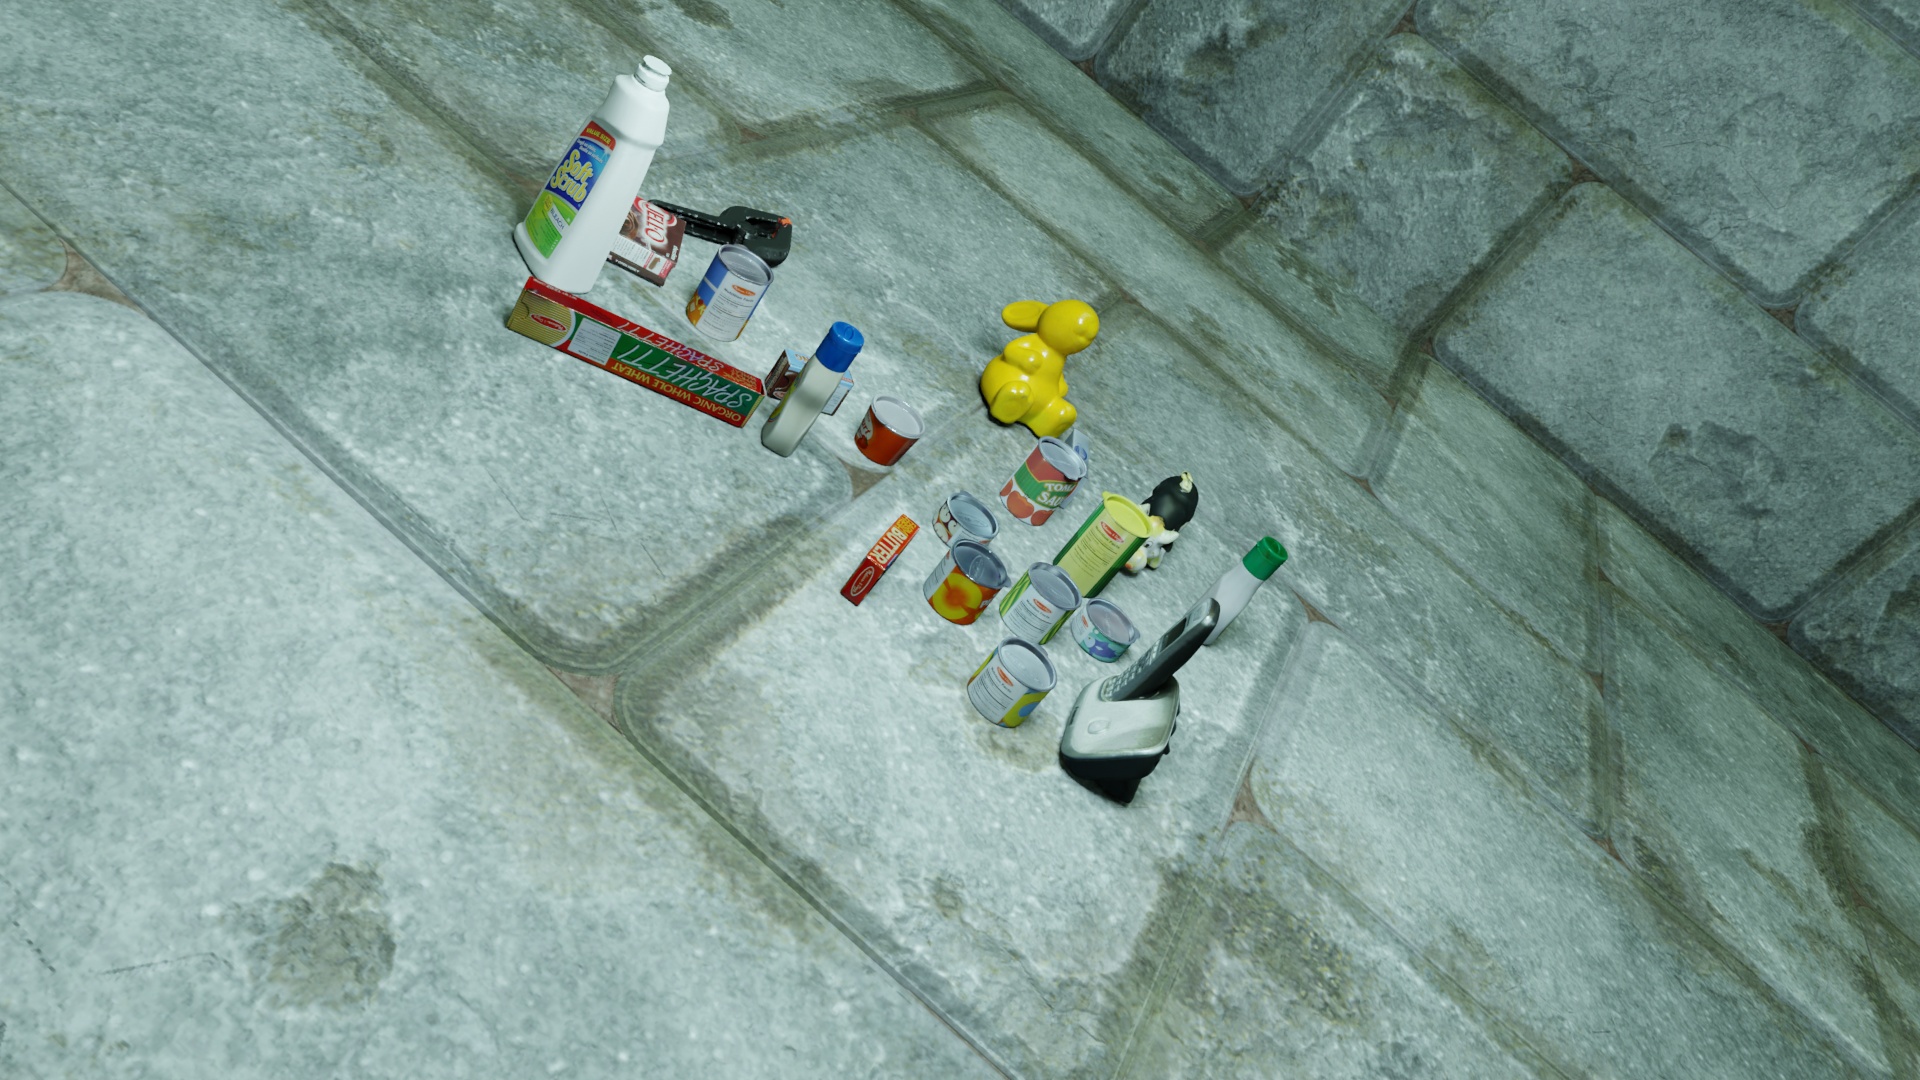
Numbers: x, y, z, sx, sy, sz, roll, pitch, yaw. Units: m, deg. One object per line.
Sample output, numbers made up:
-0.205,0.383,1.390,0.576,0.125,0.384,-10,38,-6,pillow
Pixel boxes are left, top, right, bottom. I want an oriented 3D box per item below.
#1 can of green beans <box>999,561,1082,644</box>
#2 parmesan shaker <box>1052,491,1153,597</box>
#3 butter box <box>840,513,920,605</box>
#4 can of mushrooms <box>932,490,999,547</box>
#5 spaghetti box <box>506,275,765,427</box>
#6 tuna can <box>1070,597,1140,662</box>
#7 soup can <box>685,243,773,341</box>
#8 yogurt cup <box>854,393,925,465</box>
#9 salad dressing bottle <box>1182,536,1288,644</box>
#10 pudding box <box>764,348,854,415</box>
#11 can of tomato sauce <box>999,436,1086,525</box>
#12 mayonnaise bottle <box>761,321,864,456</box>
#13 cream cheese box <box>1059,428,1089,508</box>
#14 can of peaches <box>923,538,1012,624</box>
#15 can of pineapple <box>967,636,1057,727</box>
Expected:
0.082,0.065,1.434,0.071,0.057,0.071,27,32,-19,can of green beans
0.156,0.005,1.546,0.071,0.102,0.072,27,32,-19,parmesan shaker
-0.077,0.017,1.338,0.024,0.053,0.104,38,31,-1,butter box
0.005,-0.019,1.489,0.071,0.033,0.071,27,33,-18,can of mushrooms
-0.313,-0.181,1.358,0.250,0.050,0.029,23,34,-24,spaghetti box
0.156,0.097,1.492,0.071,0.032,0.071,27,33,-18,tuna can
-0.251,-0.270,1.508,0.071,0.083,0.072,27,32,-19,soup can
-0.079,-0.119,1.514,0.072,0.053,0.073,27,33,-19,yogurt cup
0.316,0.057,1.599,0.044,0.147,0.064,35,31,-6,salad dressing bottle
-0.163,-0.171,1.501,0.084,0.049,0.030,14,38,-35,pudding box
0.095,-0.066,1.597,0.071,0.082,0.071,27,32,-19,can of tomato sauce
-0.148,-0.155,1.399,0.041,0.147,0.065,30,32,-14,mayonnaise bottle
0.133,-0.088,1.694,0.024,0.053,0.104,30,32,-14,cream cheese box
0.007,0.043,1.385,0.071,0.057,0.071,27,32,-19,can of peaches
0.050,0.133,1.310,0.071,0.057,0.071,27,32,-19,can of pineapple
